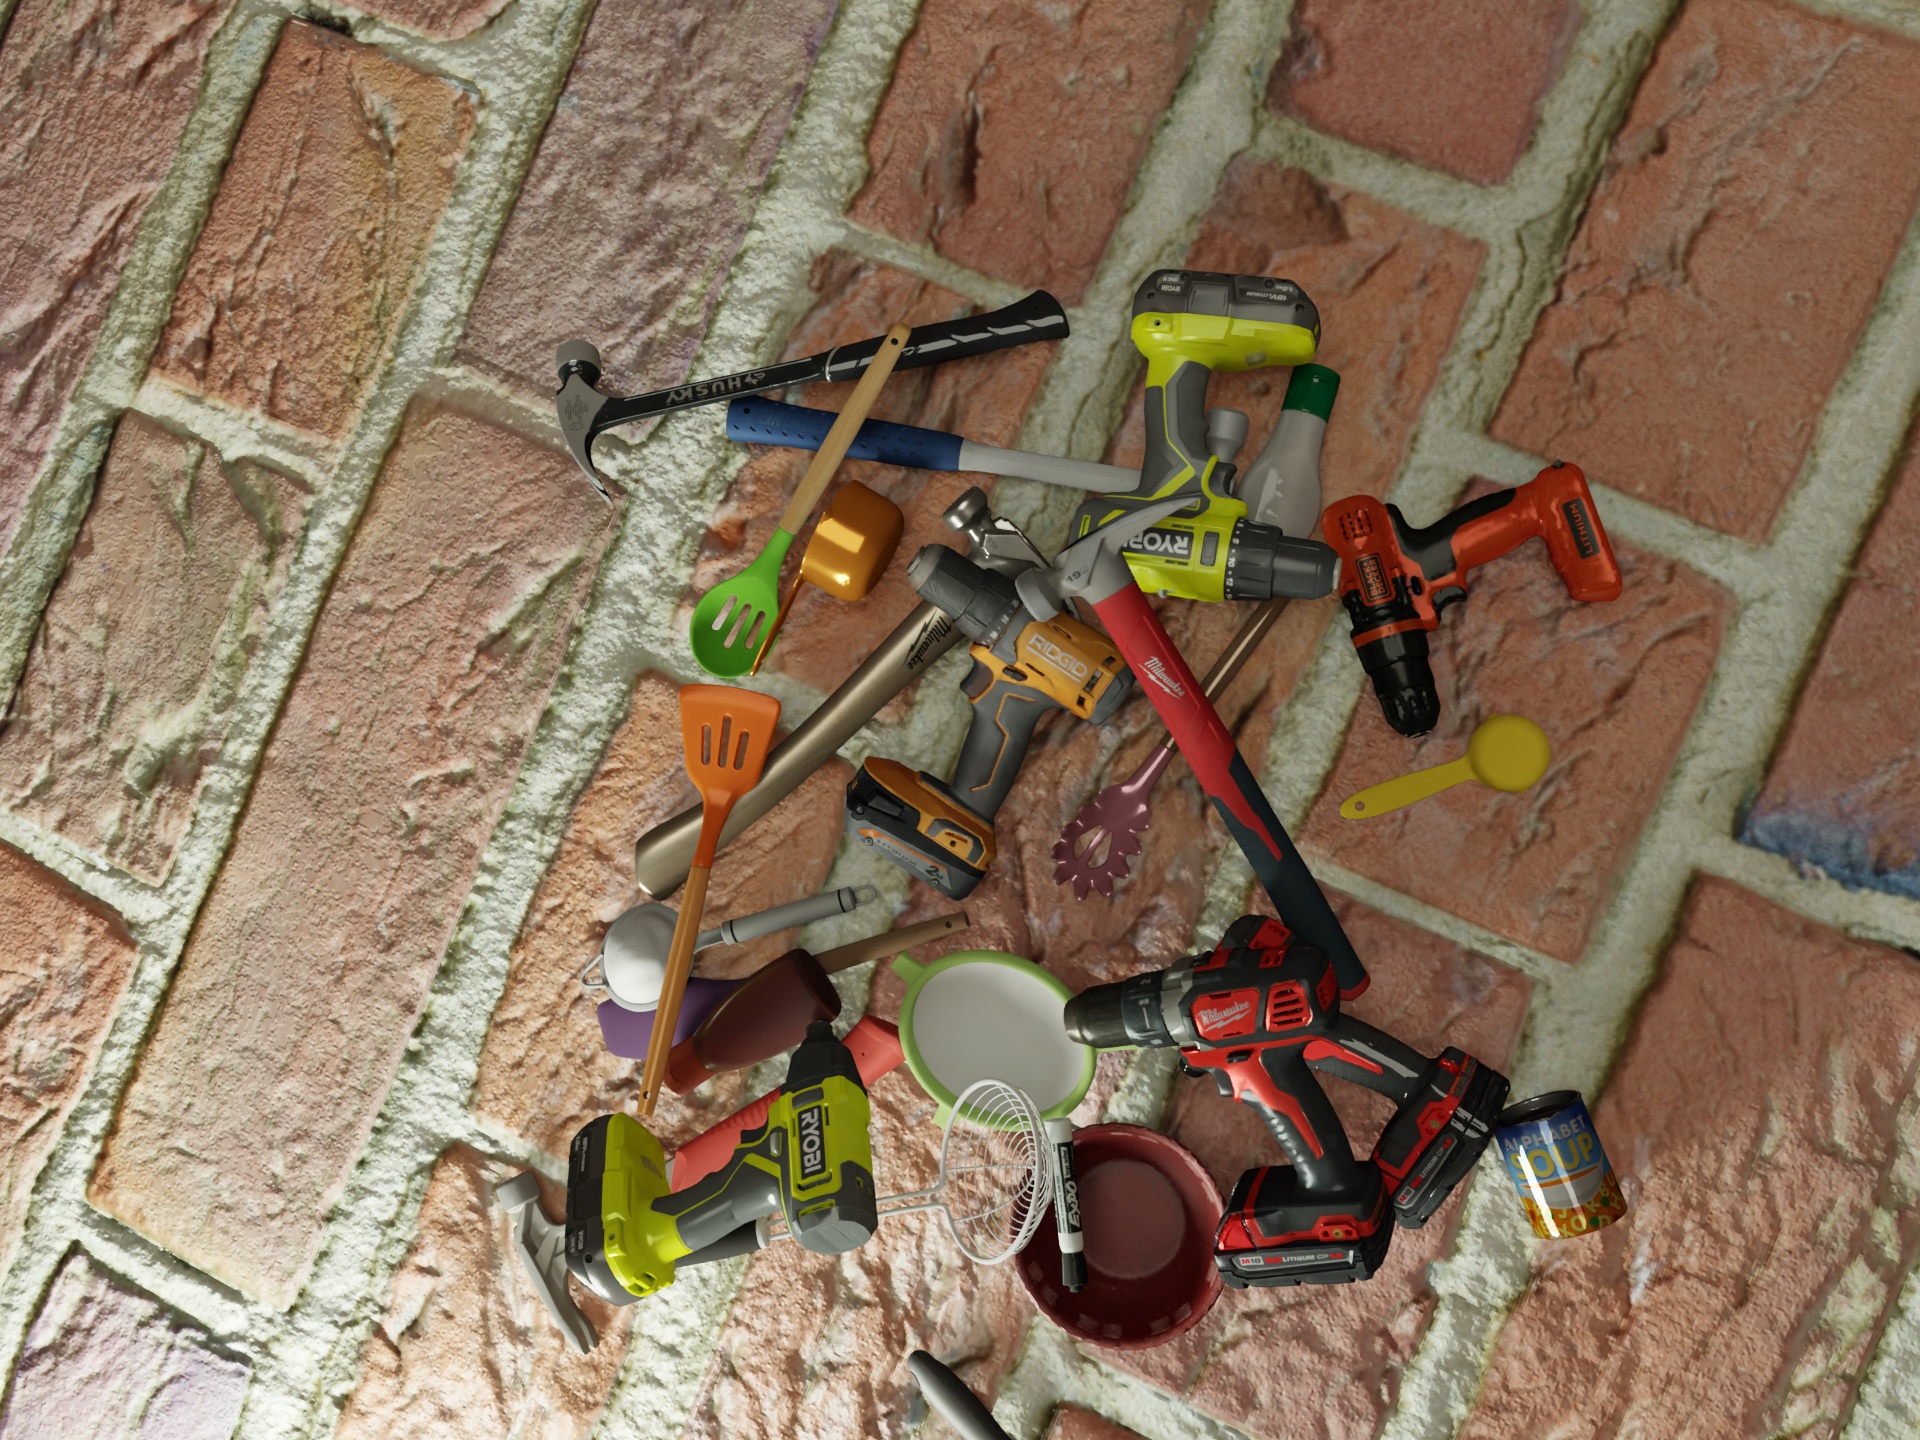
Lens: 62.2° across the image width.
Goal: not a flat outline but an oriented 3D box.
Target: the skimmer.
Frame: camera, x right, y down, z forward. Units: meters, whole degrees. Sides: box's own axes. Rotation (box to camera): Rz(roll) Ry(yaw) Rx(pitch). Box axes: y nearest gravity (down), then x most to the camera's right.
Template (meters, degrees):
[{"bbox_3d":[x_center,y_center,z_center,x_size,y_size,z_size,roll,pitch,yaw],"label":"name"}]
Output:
[{"bbox_3d":[-0.101,0.355,1.159,0.363,0.090,0.127,-16,59,13],"label":"skimmer"}]

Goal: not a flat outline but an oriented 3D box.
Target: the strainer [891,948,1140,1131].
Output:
[{"bbox_3d":[0.083,0.218,1.164,0.256,0.069,0.151,-7,108,20],"label":"strainer"}]

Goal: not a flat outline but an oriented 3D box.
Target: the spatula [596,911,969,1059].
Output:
[{"bbox_3d":[-0.141,0.205,1.253,0.316,0.018,0.060,-19,86,11],"label":"spatula"}]

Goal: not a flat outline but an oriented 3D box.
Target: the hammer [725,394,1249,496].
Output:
[{"bbox_3d":[0.010,-0.201,1.243,0.405,0.035,0.144,12,88,12],"label":"hammer"}]

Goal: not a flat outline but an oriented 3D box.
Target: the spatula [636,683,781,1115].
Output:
[{"bbox_3d":[-0.203,0.133,1.195,0.081,0.041,0.323,9,76,5],"label":"spatula"}]

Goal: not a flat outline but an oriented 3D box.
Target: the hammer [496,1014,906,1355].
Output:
[{"bbox_3d":[-0.188,0.346,1.243,0.359,0.036,0.149,-32,81,8],"label":"hammer"}]

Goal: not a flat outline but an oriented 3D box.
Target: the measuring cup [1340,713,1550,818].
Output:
[{"bbox_3d":[0.353,0.041,1.159,0.156,0.029,0.062,-21,82,7],"label":"measuring cup"}]

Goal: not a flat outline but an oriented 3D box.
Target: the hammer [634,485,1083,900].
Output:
[{"bbox_3d":[-0.091,0.007,1.238,0.410,0.038,0.146,-41,101,10],"label":"hammer"}]

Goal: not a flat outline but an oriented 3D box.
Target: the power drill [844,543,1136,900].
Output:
[{"bbox_3d":[-0.002,-0.004,1.178,0.185,0.084,0.226,33,99,-10],"label":"power drill"}]

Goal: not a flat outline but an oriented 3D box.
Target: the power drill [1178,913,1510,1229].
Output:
[{"bbox_3d":[0.258,0.248,1.127,0.220,0.078,0.143,34,125,15],"label":"power drill"}]

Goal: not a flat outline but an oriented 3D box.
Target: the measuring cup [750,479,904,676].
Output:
[{"bbox_3d":[-0.100,-0.099,1.222,0.052,0.095,0.174,27,80,4],"label":"measuring cup"}]

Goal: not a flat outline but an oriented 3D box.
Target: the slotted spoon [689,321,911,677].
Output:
[{"bbox_3d":[-0.120,-0.169,1.235,0.070,0.031,0.313,31,108,-5],"label":"slotted spoon"}]

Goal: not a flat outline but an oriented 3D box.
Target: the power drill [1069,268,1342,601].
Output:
[{"bbox_3d":[0.190,-0.197,1.146,0.190,0.080,0.228,9,87,16],"label":"power drill"}]

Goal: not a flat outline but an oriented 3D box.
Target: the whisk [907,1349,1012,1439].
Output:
[{"bbox_3d":[0.046,0.560,1.177,0.239,0.055,0.055,43,95,15],"label":"whisk"}]

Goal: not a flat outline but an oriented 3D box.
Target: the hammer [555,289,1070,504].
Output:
[{"bbox_3d":[-0.117,-0.272,1.246,0.409,0.036,0.149,-11,61,3],"label":"hammer"}]

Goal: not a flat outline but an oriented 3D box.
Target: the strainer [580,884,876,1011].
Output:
[{"bbox_3d":[-0.190,0.168,1.256,0.258,0.050,0.087,-16,69,6],"label":"strainer"}]

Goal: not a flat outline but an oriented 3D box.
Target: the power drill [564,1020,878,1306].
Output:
[{"bbox_3d":[-0.171,0.322,1.159,0.223,0.080,0.171,-22,45,12],"label":"power drill"}]

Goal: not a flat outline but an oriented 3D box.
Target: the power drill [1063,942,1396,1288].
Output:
[{"bbox_3d":[0.182,0.262,1.072,0.188,0.080,0.226,-14,102,27],"label":"power drill"}]

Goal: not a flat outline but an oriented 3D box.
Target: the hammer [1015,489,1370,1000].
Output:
[{"bbox_3d":[0.198,0.028,1.126,0.143,0.038,0.386,-30,99,16],"label":"hammer"}]

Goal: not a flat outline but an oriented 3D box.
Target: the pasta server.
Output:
[{"bbox_3d":[0.173,0.000,1.195,0.060,0.040,0.316,36,92,-1],"label":"pasta server"}]
